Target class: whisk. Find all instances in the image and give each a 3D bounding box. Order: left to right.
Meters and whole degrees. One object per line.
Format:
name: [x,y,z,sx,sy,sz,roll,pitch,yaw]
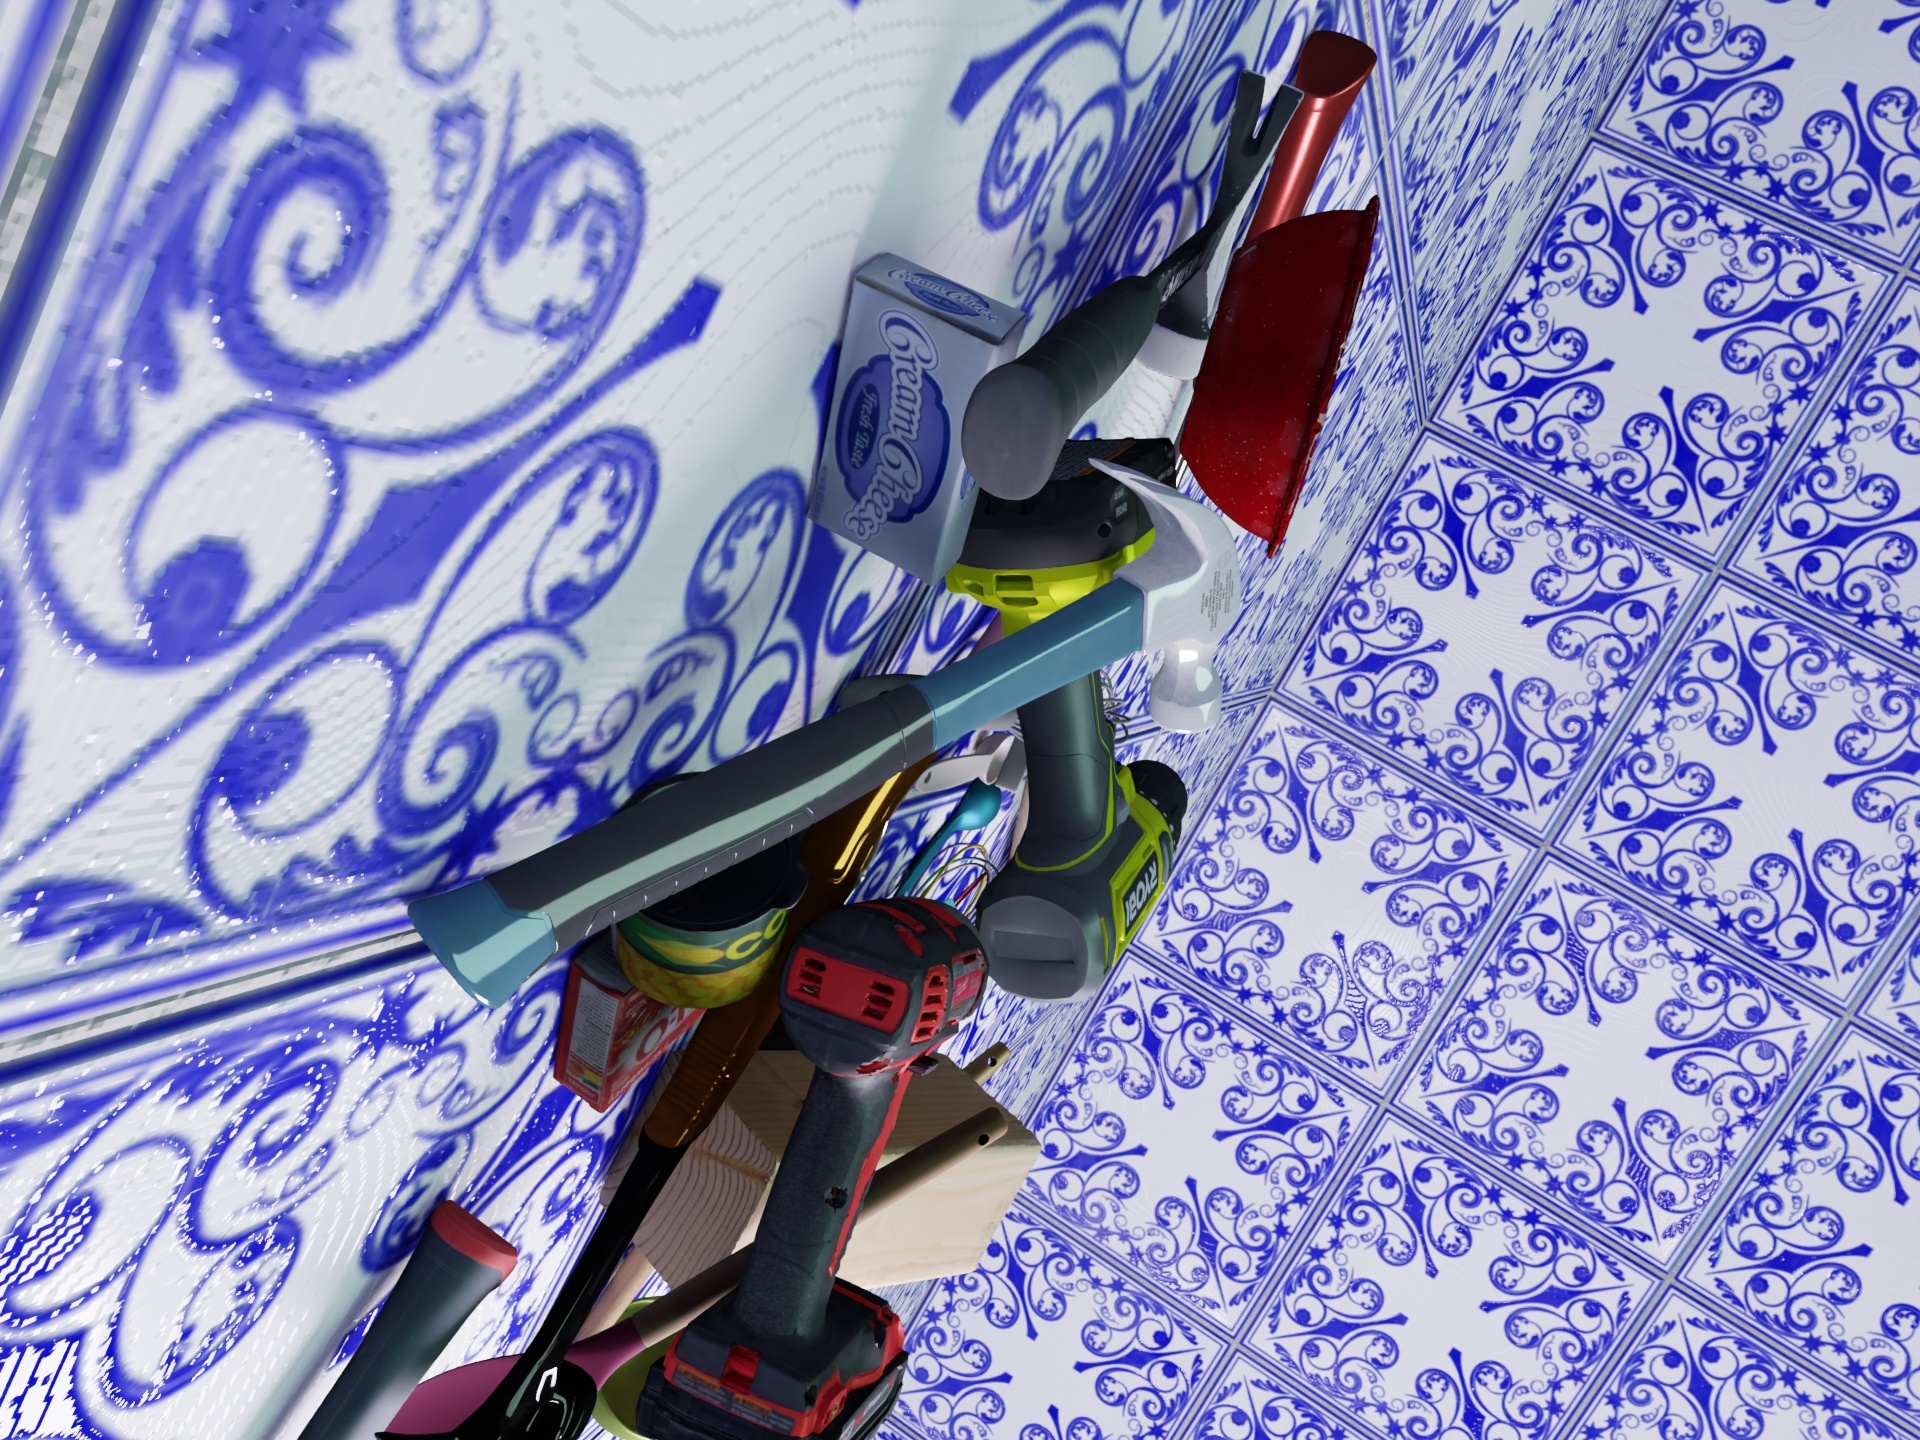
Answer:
whisk: [-0.053,0.177,1.018,0.245,0.051,0.047,-51,170,-21]
whisk: [0.017,-0.004,0.788,0.238,0.055,0.055,3,118,-55]

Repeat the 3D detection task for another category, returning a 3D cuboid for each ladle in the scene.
ladle: [-0.087,0.298,0.947,0.320,0.078,0.062,-38,-176,-19]

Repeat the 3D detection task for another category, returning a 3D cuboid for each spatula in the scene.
spatula: [-0.110,0.224,0.907,0.317,0.044,0.082,-54,169,-16]

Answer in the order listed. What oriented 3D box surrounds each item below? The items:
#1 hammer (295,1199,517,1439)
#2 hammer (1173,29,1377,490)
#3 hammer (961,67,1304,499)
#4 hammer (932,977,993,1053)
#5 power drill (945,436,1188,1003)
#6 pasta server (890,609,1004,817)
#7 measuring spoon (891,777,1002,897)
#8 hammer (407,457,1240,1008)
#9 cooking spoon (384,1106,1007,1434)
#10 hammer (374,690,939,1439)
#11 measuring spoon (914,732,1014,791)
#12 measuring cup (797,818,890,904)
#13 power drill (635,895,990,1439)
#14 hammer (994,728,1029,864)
hammer: [-0.285,0.343,0.547,0.386,0.038,0.143,-57,165,-9]
hammer: [0.160,-0.224,0.935,0.149,0.037,0.358,-46,161,-44]
hammer: [0.073,-0.167,0.622,0.409,0.036,0.149,-55,167,-60]
hammer: [-0.007,0.200,1.101,0.144,0.035,0.405,-43,174,18]
power drill: [0.059,-0.010,0.731,0.190,0.080,0.228,-41,129,-59]
pasta server: [-0.001,-0.003,0.828,0.316,0.040,0.060,-55,154,-14]
measuring spoon: [-0.007,0.082,1.016,0.129,0.021,0.042,-51,164,-38]
hammer: [-0.025,0.006,0.541,0.331,0.033,0.128,-27,134,-30]
cooking spoon: [-0.117,0.253,0.694,0.319,0.068,0.017,-26,-161,-17]
hammer: [-0.101,0.136,0.623,0.337,0.034,0.127,-60,165,-9]
measuring spoon: [-0.002,0.025,0.945,0.124,0.018,0.034,-11,126,-63]
measuring cup: [-0.092,0.097,0.719,0.167,0.038,0.083,-56,166,-3]
power drill: [-0.045,0.176,0.636,0.143,0.078,0.219,10,96,-75]
hammer: [0.052,0.060,1.107,0.410,0.038,0.146,95,16,-65]
